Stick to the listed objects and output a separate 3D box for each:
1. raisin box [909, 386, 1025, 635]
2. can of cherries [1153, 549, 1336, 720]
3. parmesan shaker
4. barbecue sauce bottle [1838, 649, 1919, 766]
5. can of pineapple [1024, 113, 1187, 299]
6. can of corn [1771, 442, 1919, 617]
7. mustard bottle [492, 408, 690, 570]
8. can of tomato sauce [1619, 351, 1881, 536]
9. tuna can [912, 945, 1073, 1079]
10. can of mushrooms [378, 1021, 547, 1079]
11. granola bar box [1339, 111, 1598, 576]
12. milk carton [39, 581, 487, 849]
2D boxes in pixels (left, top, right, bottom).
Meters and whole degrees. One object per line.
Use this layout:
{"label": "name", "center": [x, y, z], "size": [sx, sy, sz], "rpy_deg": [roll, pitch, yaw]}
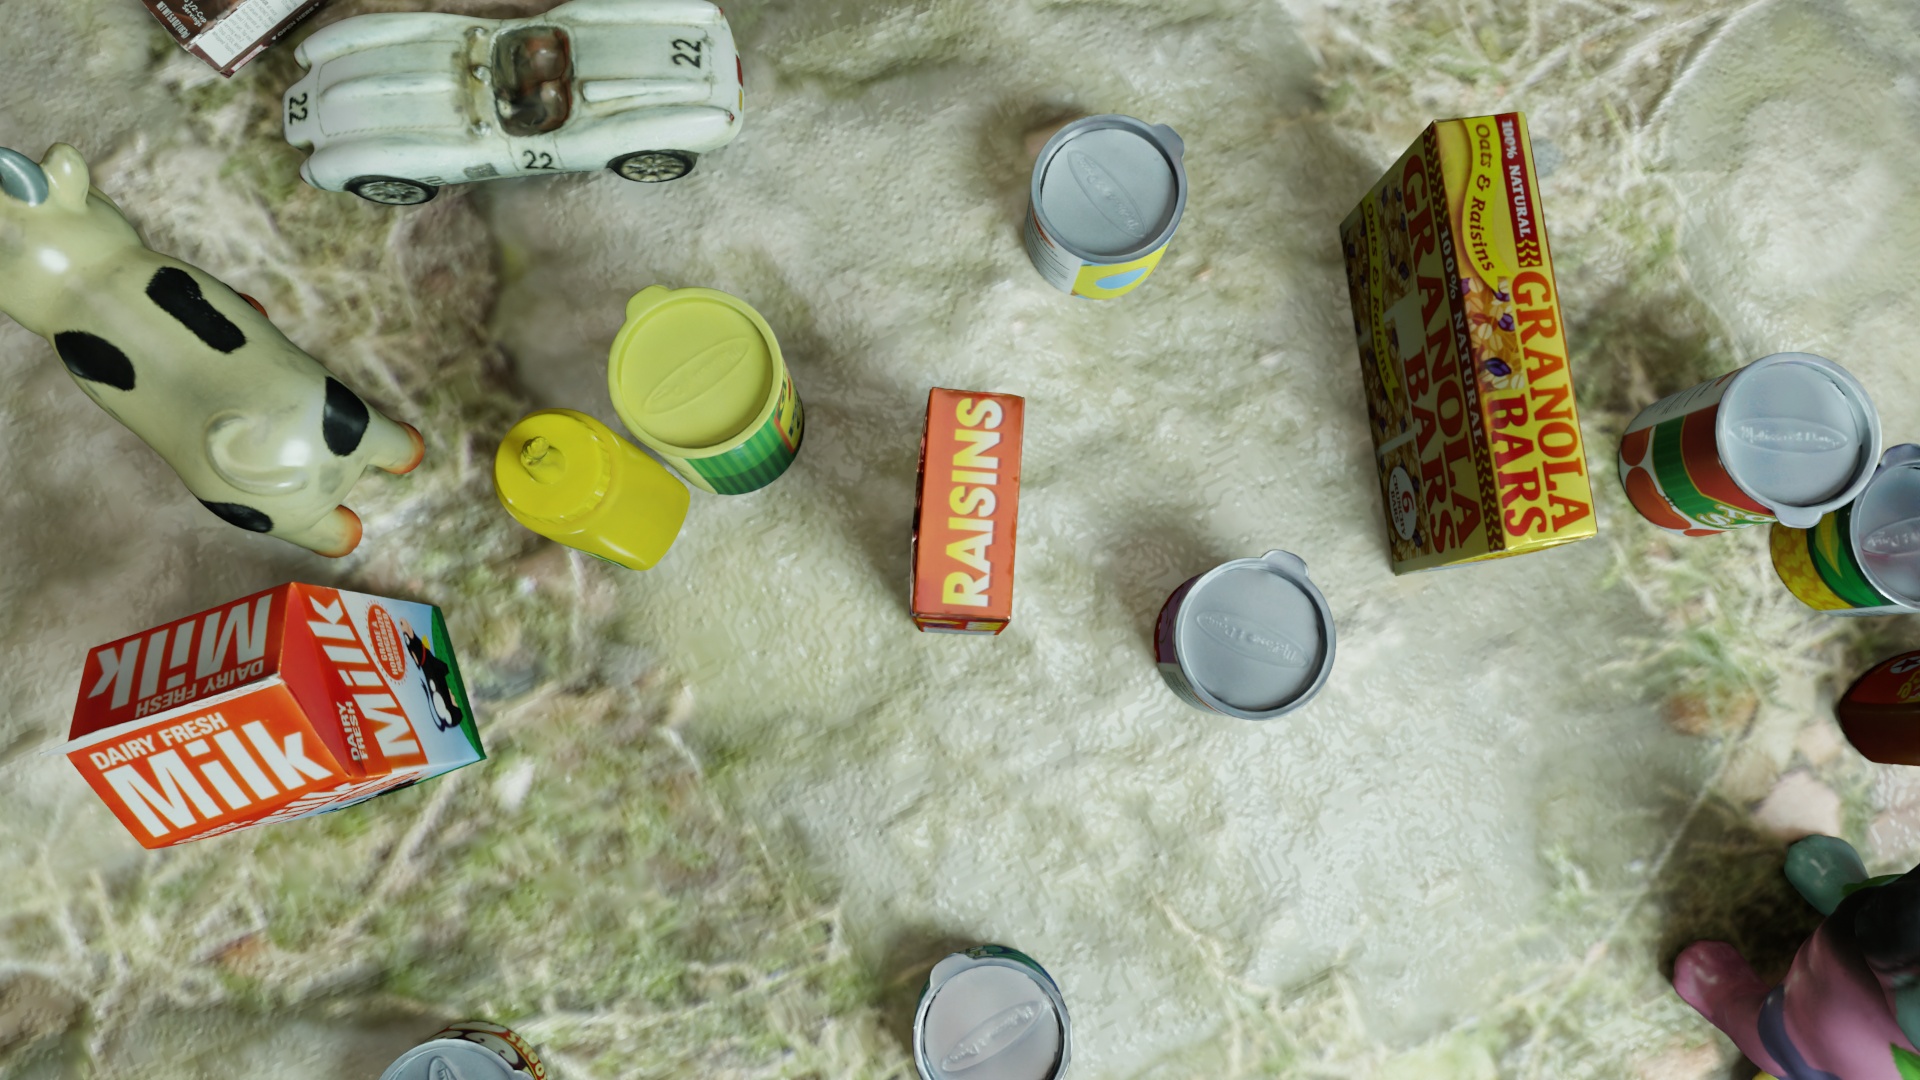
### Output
{"label": "raisin box", "center": [0.002, -0.007, 0.560], "size": [0.040, 0.123, 0.086], "rpy_deg": [5, 84, 0]}
{"label": "can of cherries", "center": [0.120, 0.040, 0.590], "size": [0.071, 0.058, 0.071], "rpy_deg": [0, 84, -1]}
{"label": "parmesan shaker", "center": [-0.103, -0.061, 0.575], "size": [0.071, 0.103, 0.071], "rpy_deg": [0, 84, -1]}
{"label": "barbecue sauce bottle", "center": [0.422, 0.066, 0.547], "size": [0.065, 0.148, 0.043], "rpy_deg": [-28, 85, -4]}
{"label": "can of pineapple", "center": [0.064, -0.145, 0.611], "size": [0.071, 0.058, 0.071], "rpy_deg": [0, 84, -1]}
{"label": "can of corn", "center": [0.398, -0.003, 0.601], "size": [0.071, 0.058, 0.071], "rpy_deg": [0, 84, -1]}
{"label": "mustard bottle", "center": [-0.149, -0.022, 0.541], "size": [0.065, 0.160, 0.049], "rpy_deg": [27, 84, 2]}
{"label": "can of tomato sauce", "center": [0.332, -0.036, 0.591], "size": [0.071, 0.083, 0.071], "rpy_deg": [0, 84, -1]}
{"label": "tuna can", "center": [0.011, 0.203, 0.581], "size": [0.071, 0.033, 0.071], "rpy_deg": [0, 83, -1]}
{"label": "can of mushrooms", "center": [-0.204, 0.235, 0.573], "size": [0.071, 0.033, 0.071], "rpy_deg": [0, 83, -1]}
{"label": "granola bar box", "center": [0.204, -0.073, 0.572], "size": [0.039, 0.124, 0.165], "rpy_deg": [-7, 84, -2]}
{"label": "milk carton", "center": [-0.247, 0.063, 0.513], "size": [0.072, 0.190, 0.073], "rpy_deg": [-19, 85, -3]}
